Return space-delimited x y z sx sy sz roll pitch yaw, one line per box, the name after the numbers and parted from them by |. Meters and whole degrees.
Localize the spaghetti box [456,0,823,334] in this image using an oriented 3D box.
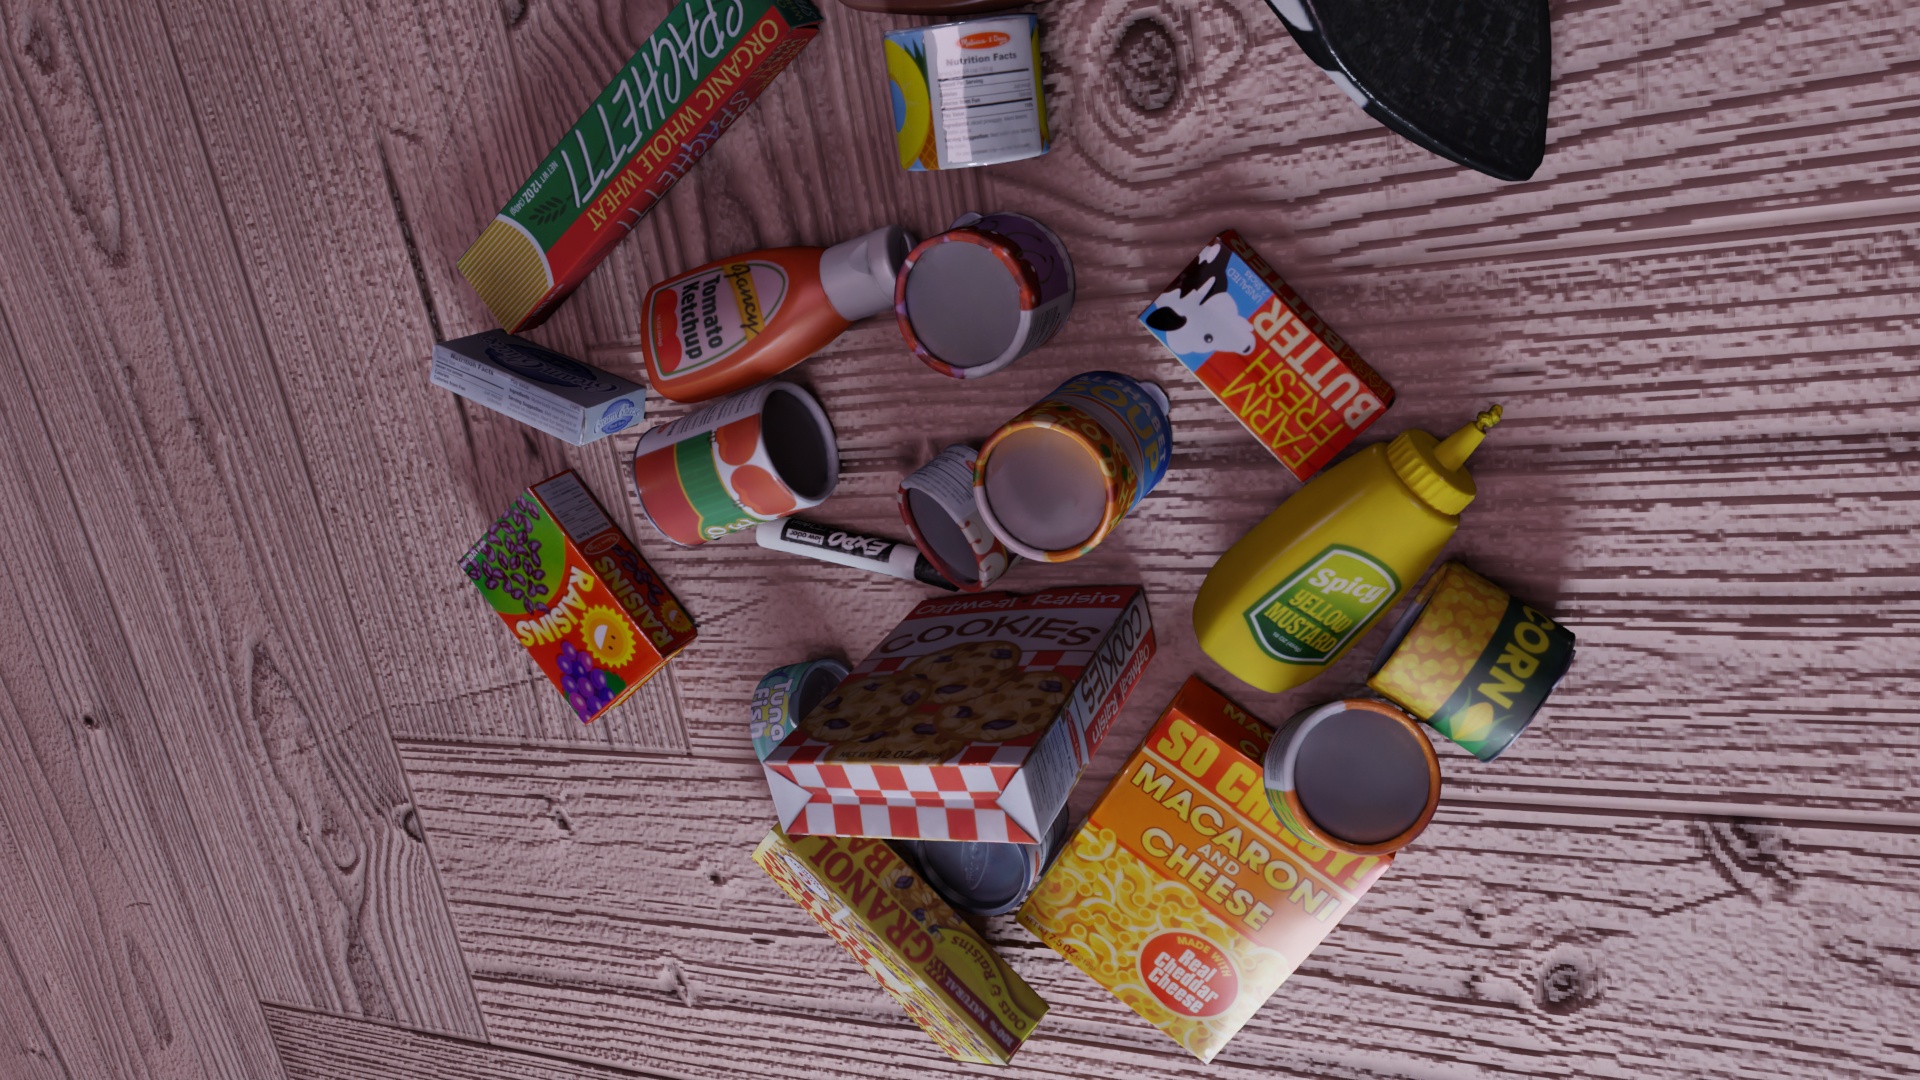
-0.168 -0.194 0.696 0.249 0.029 0.050 -35 93 32 | spaghetti box

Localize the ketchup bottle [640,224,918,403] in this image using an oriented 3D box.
-0.087 -0.114 0.676 0.148 0.043 0.065 -13 75 28 | ketchup bottle

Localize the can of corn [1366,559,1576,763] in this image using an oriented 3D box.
0.214 0.049 0.584 0.058 0.071 0.070 34 120 11 | can of corn

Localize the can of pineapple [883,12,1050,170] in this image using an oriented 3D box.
0.003 -0.192 0.595 0.071 0.071 0.057 2 110 25 | can of pineapple

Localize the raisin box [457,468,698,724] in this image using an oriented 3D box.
-0.222 0.034 0.805 0.085 0.040 0.123 -39 89 31 | raisin box

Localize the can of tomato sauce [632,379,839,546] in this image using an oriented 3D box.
-0.113 -0.037 0.709 0.083 0.071 0.071 -17 102 29 | can of tomato sauce

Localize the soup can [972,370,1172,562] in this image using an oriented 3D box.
0.053 -0.036 0.619 0.071 0.084 0.071 9 113 22 | soup can

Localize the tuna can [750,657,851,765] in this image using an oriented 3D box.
-0.082 0.097 0.744 0.033 0.071 0.071 -14 103 30 | tuna can

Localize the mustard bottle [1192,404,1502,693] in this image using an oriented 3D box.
0.168 -0.001 0.592 0.065 0.049 0.159 30 122 -18 | mustard bottle

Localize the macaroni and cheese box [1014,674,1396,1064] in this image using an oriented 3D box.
0.119 0.165 0.692 0.124 0.040 0.165 35 121 9 | macaroni and cheese box

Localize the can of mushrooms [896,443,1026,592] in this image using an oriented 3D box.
0.002 -0.008 0.666 0.071 0.033 0.070 43 156 25 | can of mushrooms

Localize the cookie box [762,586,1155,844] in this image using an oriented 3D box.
0.006 0.073 0.636 0.123 0.168 0.040 -4 111 27 | cookie box

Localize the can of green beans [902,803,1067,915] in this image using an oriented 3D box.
0.016 0.151 0.725 0.071 0.058 0.071 9 114 22 | can of green beans

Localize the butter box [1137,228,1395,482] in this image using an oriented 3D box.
0.132 -0.079 0.600 0.103 0.024 0.053 46 122 4 | butter box

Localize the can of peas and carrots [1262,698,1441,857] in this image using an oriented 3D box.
0.171 0.103 0.602 0.071 0.058 0.071 -1 80 4 | can of peas and carrots

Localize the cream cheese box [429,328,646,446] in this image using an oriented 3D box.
-0.229 -0.084 0.754 0.104 0.053 0.024 22 116 16 | cream cheese box

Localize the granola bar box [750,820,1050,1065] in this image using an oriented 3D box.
-0.037 0.208 0.750 0.165 0.039 0.123 44 157 4 | granola bar box

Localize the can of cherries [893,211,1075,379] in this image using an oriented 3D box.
0.009 -0.112 0.625 0.071 0.059 0.071 9 114 22 | can of cherries

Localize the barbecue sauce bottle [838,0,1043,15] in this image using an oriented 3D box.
0.018 -0.250 0.576 0.148 0.044 0.064 11 113 21 | barbecue sauce bottle
